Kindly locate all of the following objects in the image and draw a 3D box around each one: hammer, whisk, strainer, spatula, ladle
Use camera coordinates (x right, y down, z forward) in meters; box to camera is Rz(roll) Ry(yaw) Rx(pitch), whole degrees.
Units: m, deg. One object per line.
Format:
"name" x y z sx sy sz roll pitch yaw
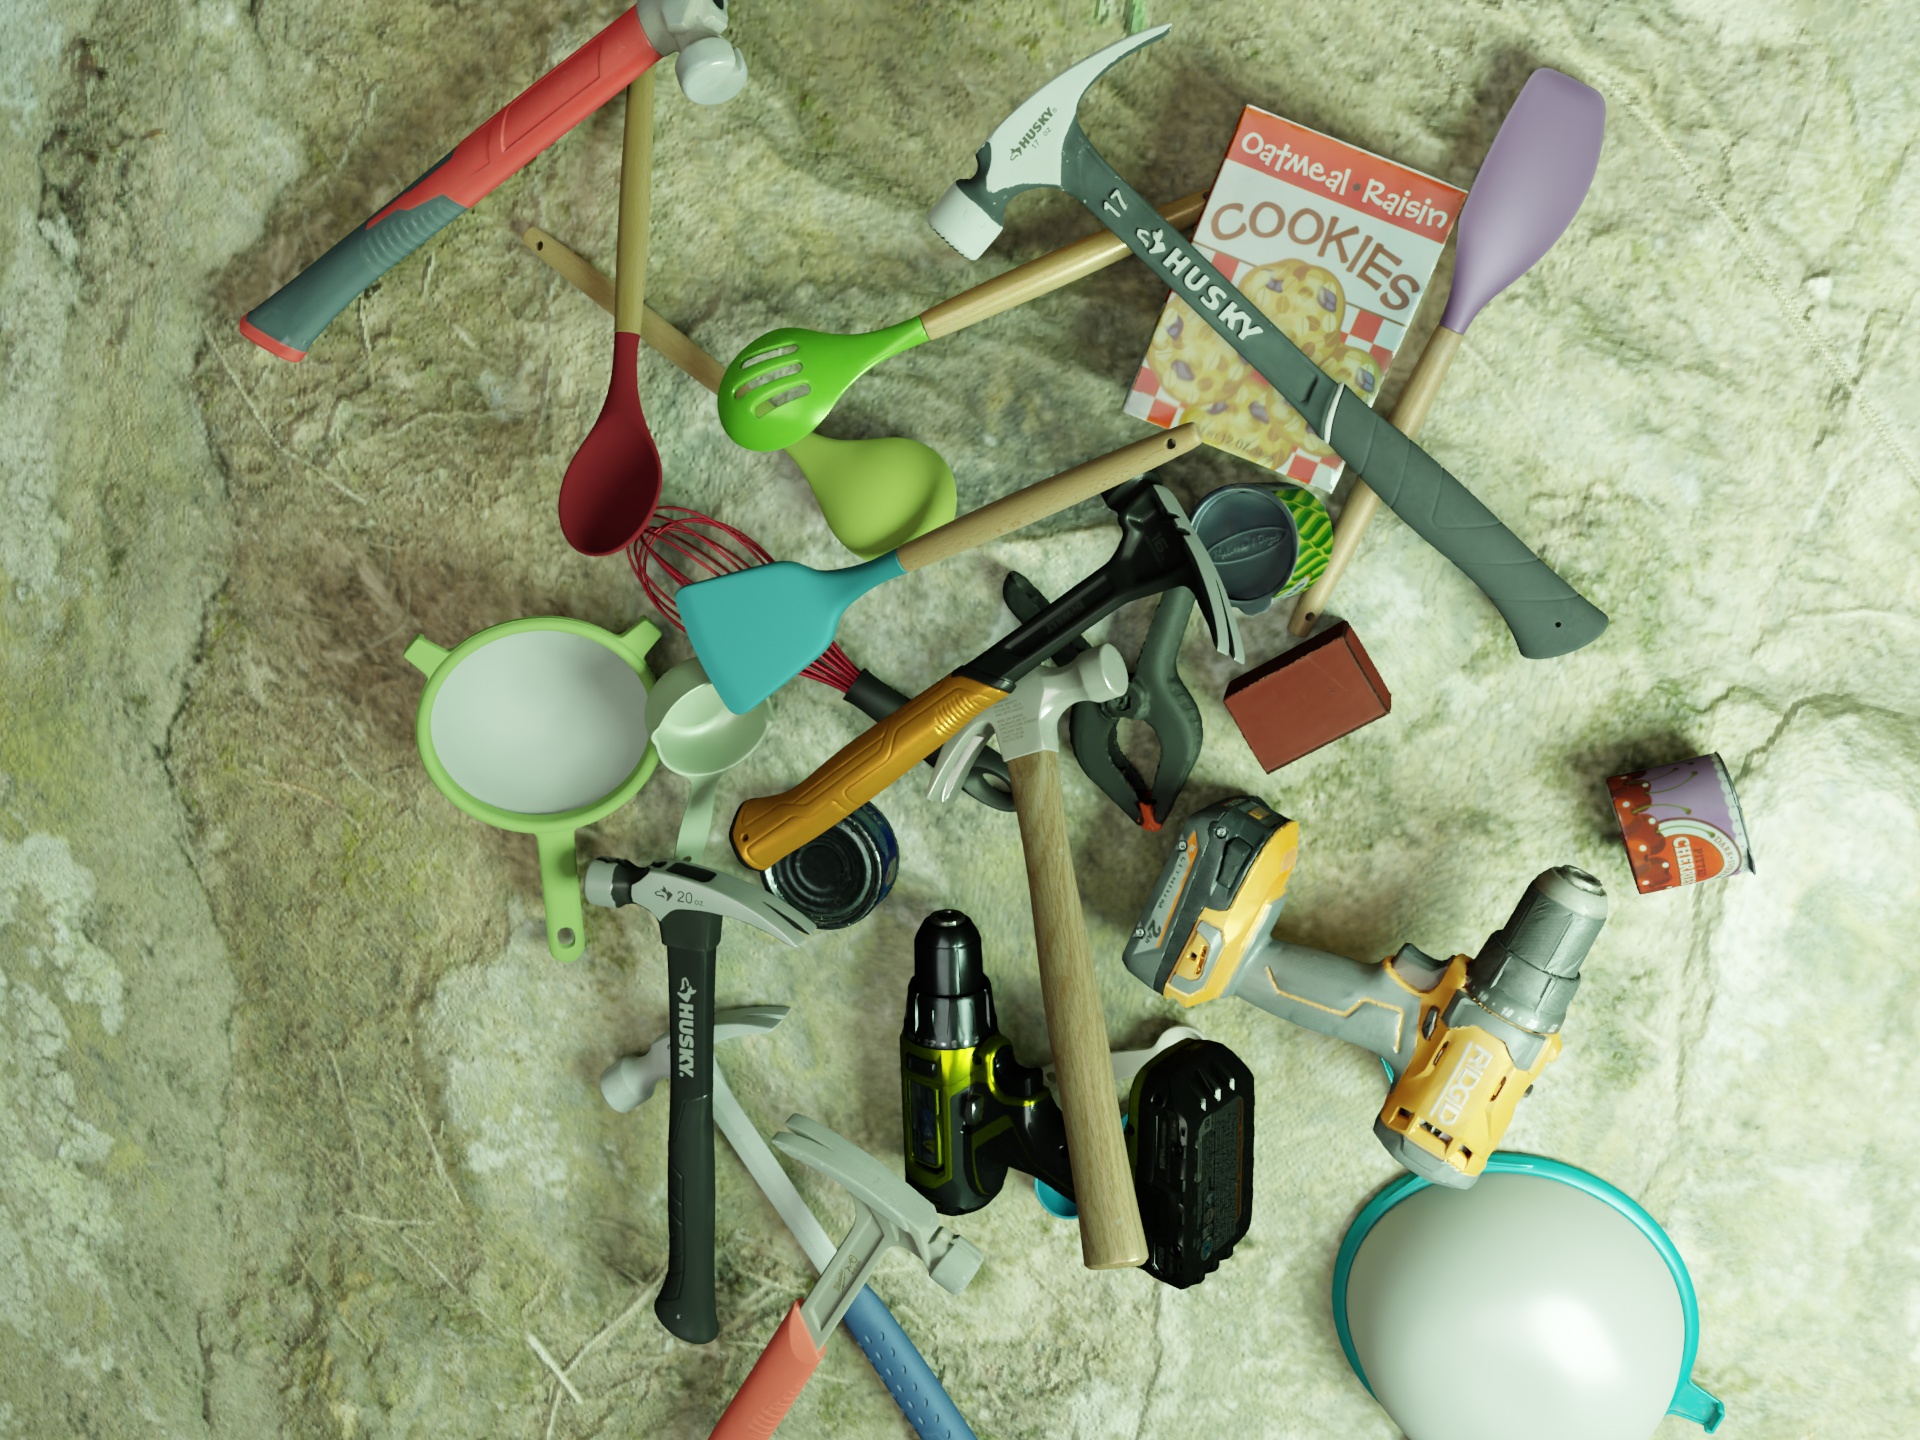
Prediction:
"hammer" -0.122 0.422 1.063 0.149 0.037 0.359 34 119 9
"hammer" -0.299 -0.340 0.952 0.386 0.038 0.143 -26 75 24
"hammer" -0.078 0.373 1.074 0.144 0.035 0.405 -32 93 21
"hammer" 0.181 -0.177 0.820 0.409 0.036 0.149 41 106 -7
"whisk" -0.080 -0.034 0.965 0.296 0.073 0.073 35 110 -2
"strainer" -0.267 0.038 1.034 0.151 0.069 0.256 -6 120 -15
"spatula" -0.013 -0.094 0.879 0.317 0.044 0.082 -21 99 26
"ladle" -0.136 -0.202 0.953 0.320 0.062 0.078 38 112 11
"hammer" 0.055 0.130 0.880 0.130 0.031 0.331 -18 72 31
"strainer" 0.298 0.311 0.920 0.211 0.095 0.340 -21 98 19
"ladle" -0.195 -0.252 0.930 0.069 0.031 0.315 5 92 21
"spatula" 0.252 -0.184 0.851 0.059 0.018 0.315 19 110 -14
"hammer" -0.001 -0.003 0.898 0.337 0.034 0.127 -35 64 23
"hammer" -0.170 0.254 1.033 0.146 0.035 0.334 7 105 15

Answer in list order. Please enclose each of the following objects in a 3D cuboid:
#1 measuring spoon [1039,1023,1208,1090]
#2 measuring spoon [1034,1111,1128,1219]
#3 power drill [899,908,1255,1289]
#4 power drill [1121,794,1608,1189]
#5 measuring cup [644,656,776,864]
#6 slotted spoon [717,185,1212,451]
"measuring spoon" 0.101 0.213 0.998 0.124 0.018 0.034 -18 98 26
"measuring spoon" 0.101 0.267 1.011 0.128 0.021 0.042 -43 77 12
"power drill" 0.056 0.223 0.947 0.229 0.080 0.190 10 108 39
"power drill" 0.224 0.123 0.878 0.226 0.084 0.185 31 110 22
"measuring cup" -0.169 0.029 1.011 0.038 0.083 0.167 53 139 38
"slotted spoon" 0.003 -0.231 0.883 0.314 0.031 0.070 -21 75 9
